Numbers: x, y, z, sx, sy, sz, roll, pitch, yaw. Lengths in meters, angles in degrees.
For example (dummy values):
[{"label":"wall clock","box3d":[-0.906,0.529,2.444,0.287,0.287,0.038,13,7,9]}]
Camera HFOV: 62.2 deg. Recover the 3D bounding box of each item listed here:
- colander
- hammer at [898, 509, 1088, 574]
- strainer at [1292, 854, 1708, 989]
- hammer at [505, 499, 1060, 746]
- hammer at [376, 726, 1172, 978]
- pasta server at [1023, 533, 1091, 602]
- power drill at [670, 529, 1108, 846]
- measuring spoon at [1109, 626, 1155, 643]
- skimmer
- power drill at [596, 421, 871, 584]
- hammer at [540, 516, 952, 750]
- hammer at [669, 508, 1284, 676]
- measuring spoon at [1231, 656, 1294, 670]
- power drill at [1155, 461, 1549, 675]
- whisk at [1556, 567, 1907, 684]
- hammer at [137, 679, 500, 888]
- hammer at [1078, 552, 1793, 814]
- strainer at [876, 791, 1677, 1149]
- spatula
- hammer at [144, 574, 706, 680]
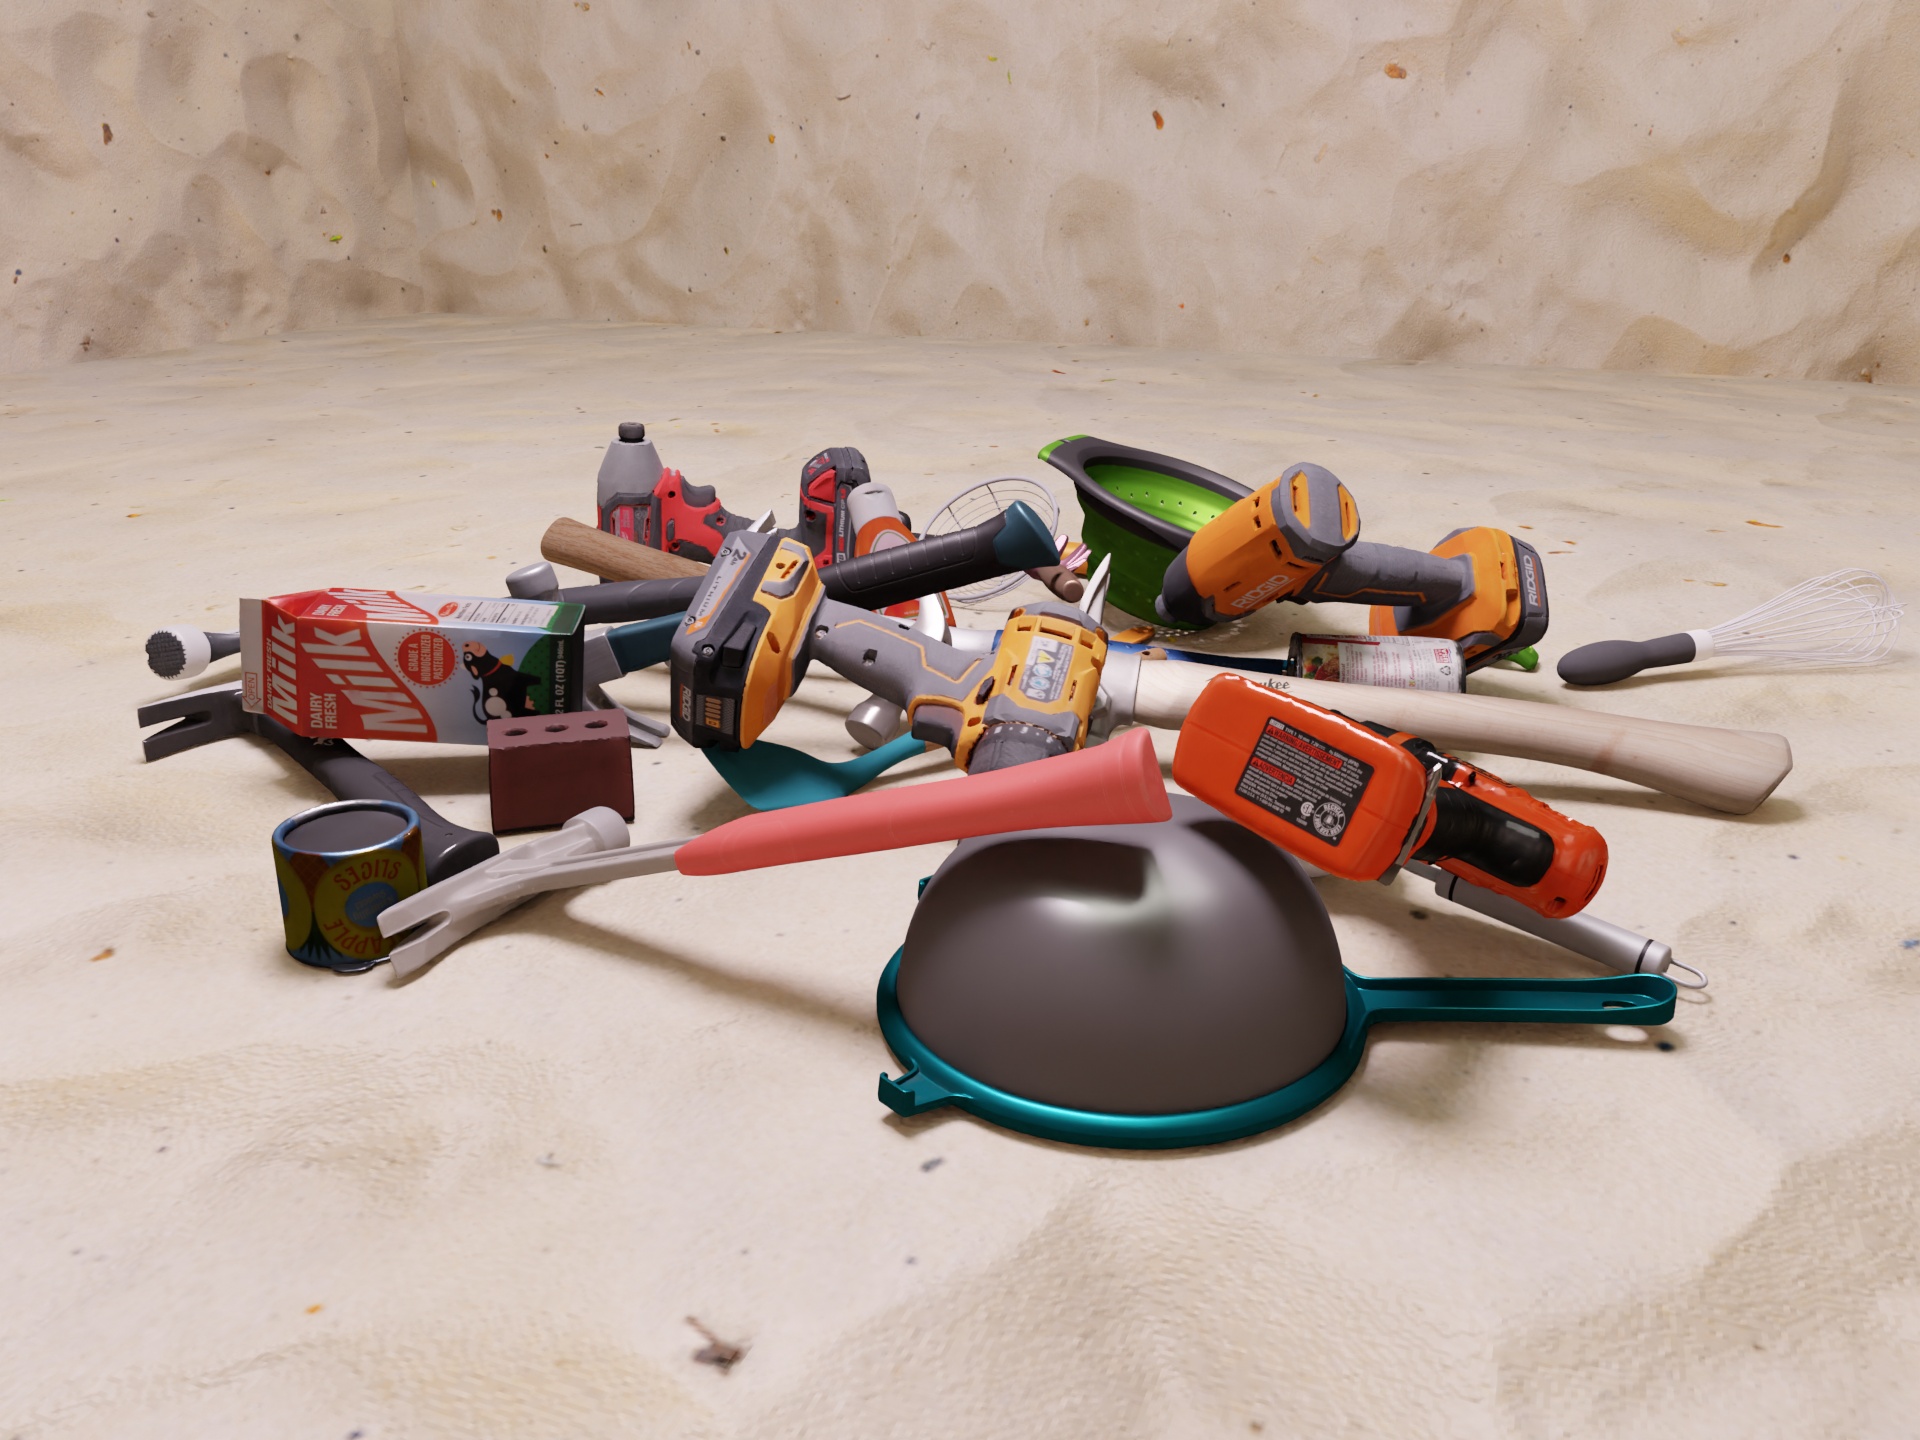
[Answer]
[{"label":"colander","box3d":[0.233,-0.098,1.211,0.397,0.094,0.204,26,26,15]},{"label":"hammer","box3d":[0.061,-0.146,1.389,0.337,0.034,0.127,8,21,19]},{"label":"strainer","box3d":[0.231,0.078,0.777,0.259,0.050,0.087,23,32,35]},{"label":"hammer","box3d":[-0.104,-0.072,0.964,0.331,0.128,0.033,-14,19,11]},{"label":"hammer","box3d":[-0.081,0.053,0.685,0.359,0.036,0.149,-11,11,31]},{"label":"pasta server","box3d":[0.064,-0.104,1.054,0.060,0.040,0.316,26,8,-5]},{"label":"power drill","box3d":[-0.041,-0.007,0.861,0.226,0.084,0.185,15,47,3]},{"label":"measuring spoon","box3d":[0.119,-0.054,1.180,0.021,0.011,0.117,10,19,26]},{"label":"skimmer","box3d":[-0.073,-0.118,1.227,0.363,0.090,0.127,-18,34,-40]},{"label":"power drill","box3d":[-0.187,-0.172,1.304,0.219,0.143,0.079,-1,22,-10]},{"label":"hammer","box3d":[-0.152,-0.084,1.071,0.331,0.031,0.130,20,61,27]},{"label":"hammer","box3d":[0.014,-0.057,1.081,0.405,0.035,0.144,9,57,12]},{"label":"measuring spoon","box3d":[0.199,-0.032,1.115,0.128,0.021,0.042,1,17,-25]},{"label":"power drill","box3d":[0.247,-0.085,1.034,0.226,0.084,0.164,12,-25,-27]},{"label":"whisk","box3d":[0.551,-0.057,1.133,0.284,0.070,0.070,-10,22,-13]},{"label":"hammer","box3d":[-0.353,0.031,0.902,0.146,0.035,0.335,-14,25,-36]},{"label":"hammer","box3d":[0.266,-0.009,0.932,0.410,0.038,0.146,7,61,7]},{"label":"strainer","box3d":[0.133,0.084,0.675,0.340,0.095,0.211,0,20,4]},{"label":"spatula","box3d":[-0.002,-0.003,0.953,0.317,0.044,0.082,-19,41,-27]},{"label":"hammer","box3d":[-0.323,-0.068,1.062,0.409,0.036,0.149,-4,9,15]}]
